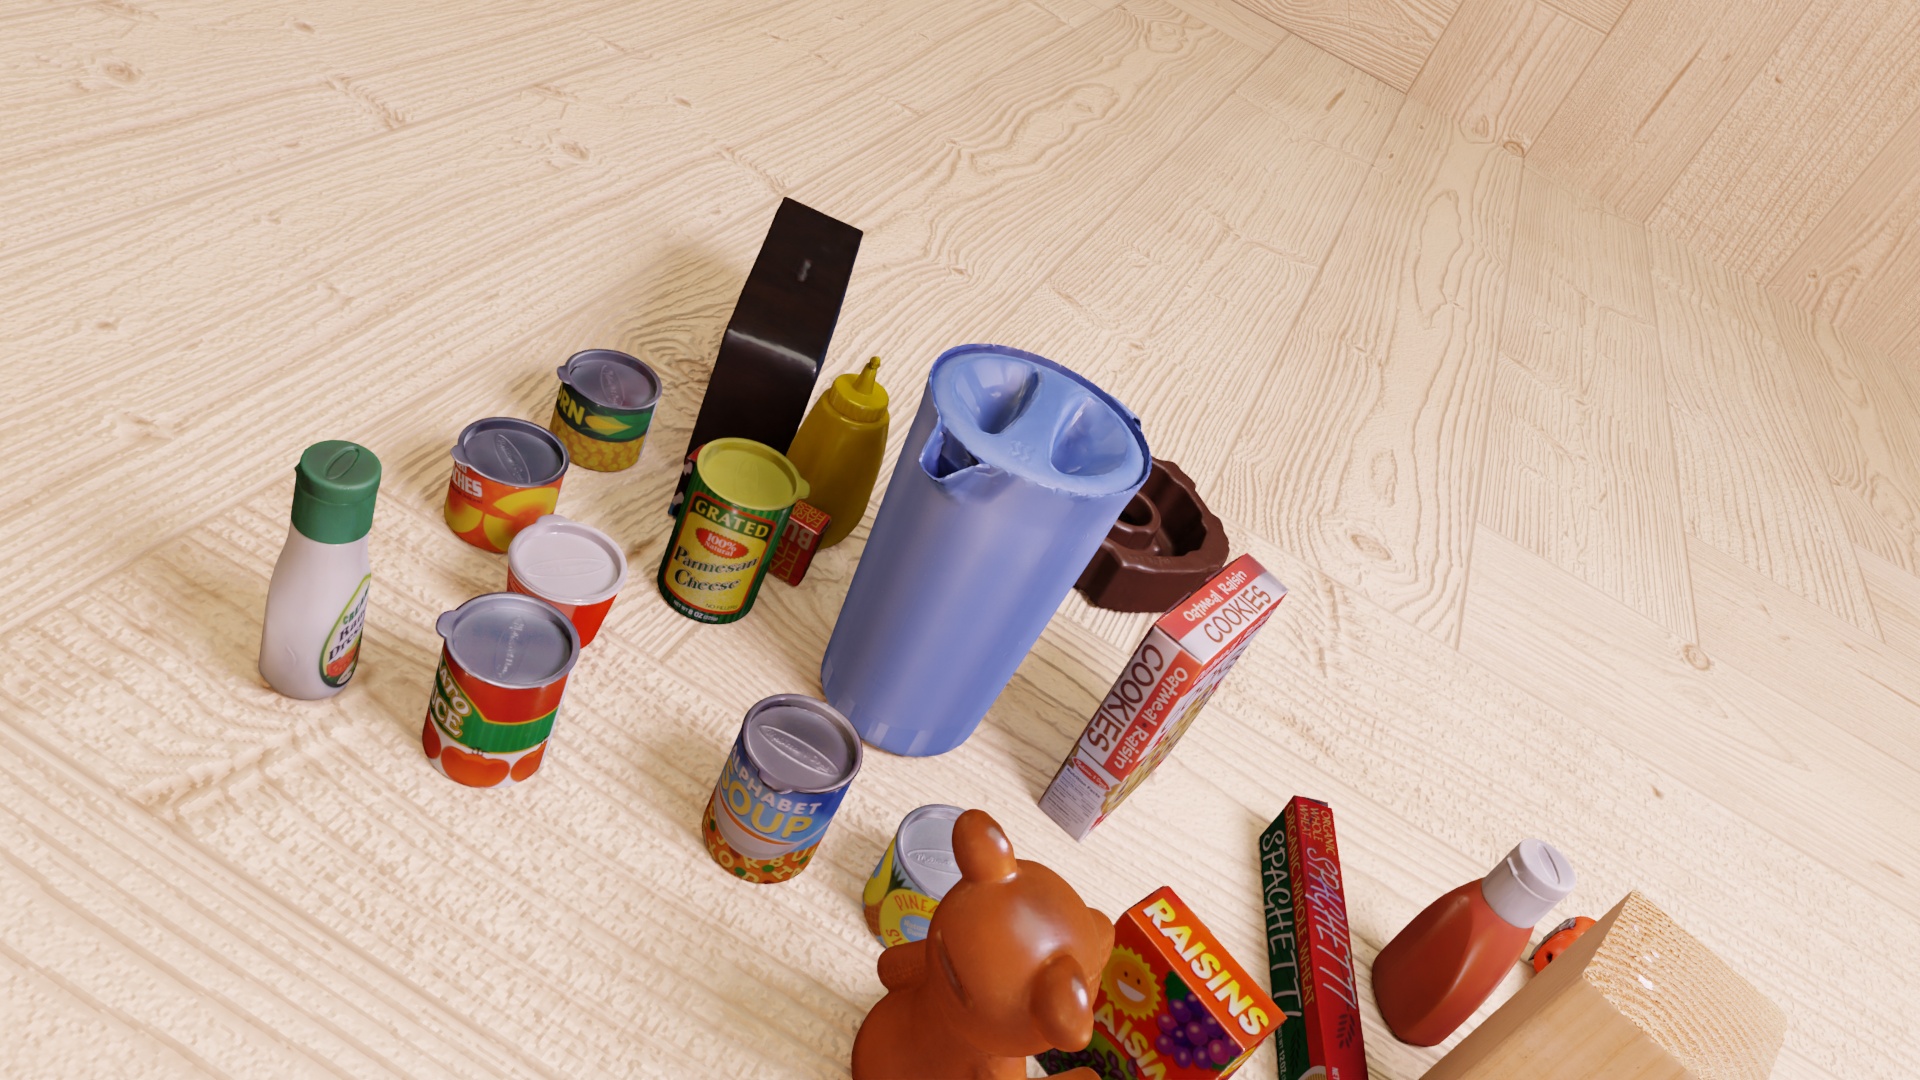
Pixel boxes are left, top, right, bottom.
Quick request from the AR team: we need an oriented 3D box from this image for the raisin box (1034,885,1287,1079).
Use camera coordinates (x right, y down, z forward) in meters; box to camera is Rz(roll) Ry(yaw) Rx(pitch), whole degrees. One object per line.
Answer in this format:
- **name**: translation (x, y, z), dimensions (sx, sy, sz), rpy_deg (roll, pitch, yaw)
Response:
- **raisin box**: translation (0.095, 0.245, 0.696), dimensions (0.040, 0.122, 0.086), rpy_deg (-15, 53, -43)

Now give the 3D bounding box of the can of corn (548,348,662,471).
- **can of corn**: translation (-0.247, -0.089, 0.954), dimensions (0.071, 0.058, 0.071), rpy_deg (17, 37, -13)

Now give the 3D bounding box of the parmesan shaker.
- **parmesan shaker**: translation (-0.144, -0.004, 0.873), dimensions (0.071, 0.102, 0.072), rpy_deg (17, 37, -13)

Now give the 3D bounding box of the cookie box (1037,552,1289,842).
- **cookie box**: translation (0.125, 0.096, 0.864), dimensions (0.040, 0.166, 0.123), rpy_deg (40, 37, 17)

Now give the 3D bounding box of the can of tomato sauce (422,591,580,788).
- **can of tomato sauce**: translation (-0.243, 0.079, 0.725), dimensions (0.071, 0.082, 0.071), rpy_deg (17, 37, -13)

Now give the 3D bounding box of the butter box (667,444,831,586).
- **butter box**: translation (-0.142, -0.016, 0.934), dimensions (0.103, 0.052, 0.024), rpy_deg (30, 35, 4)

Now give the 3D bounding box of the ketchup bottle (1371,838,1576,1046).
- **ketchup bottle**: translation (0.301, 0.234, 0.819), dimensions (0.043, 0.148, 0.065), rpy_deg (16, 37, -15)

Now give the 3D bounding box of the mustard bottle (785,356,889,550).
- **mustard bottle**: translation (-0.081, -0.063, 0.939), dimensions (0.065, 0.159, 0.049), rpy_deg (-11, 50, -41)

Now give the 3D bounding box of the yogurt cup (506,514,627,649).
- **yogurt cup**: translation (-0.235, 0.030, 0.816), dimensions (0.072, 0.053, 0.073), rpy_deg (17, 37, -13)

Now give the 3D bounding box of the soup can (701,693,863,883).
- **soup can**: translation (-0.098, 0.135, 0.745), dimensions (0.071, 0.083, 0.072), rpy_deg (17, 37, -13)

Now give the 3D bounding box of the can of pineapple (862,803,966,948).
- **can of pineapple**: translation (-0.014, 0.188, 0.755), dimensions (0.071, 0.057, 0.071), rpy_deg (17, 37, -13)

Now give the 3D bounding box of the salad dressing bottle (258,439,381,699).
- **salad dressing bottle**: translation (-0.320, 0.016, 0.699), dimensions (0.044, 0.146, 0.064), rpy_deg (22, 36, -7)

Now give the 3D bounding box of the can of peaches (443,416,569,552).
- **can of peaches**: translation (-0.284, -0.034, 0.861), dimensions (0.071, 0.057, 0.071), rpy_deg (17, 37, -13)

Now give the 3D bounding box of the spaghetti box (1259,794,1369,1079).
- **spaghetti box**: translation (0.206, 0.256, 0.816), dimensions (0.029, 0.050, 0.251), rpy_deg (21, 36, -8)
